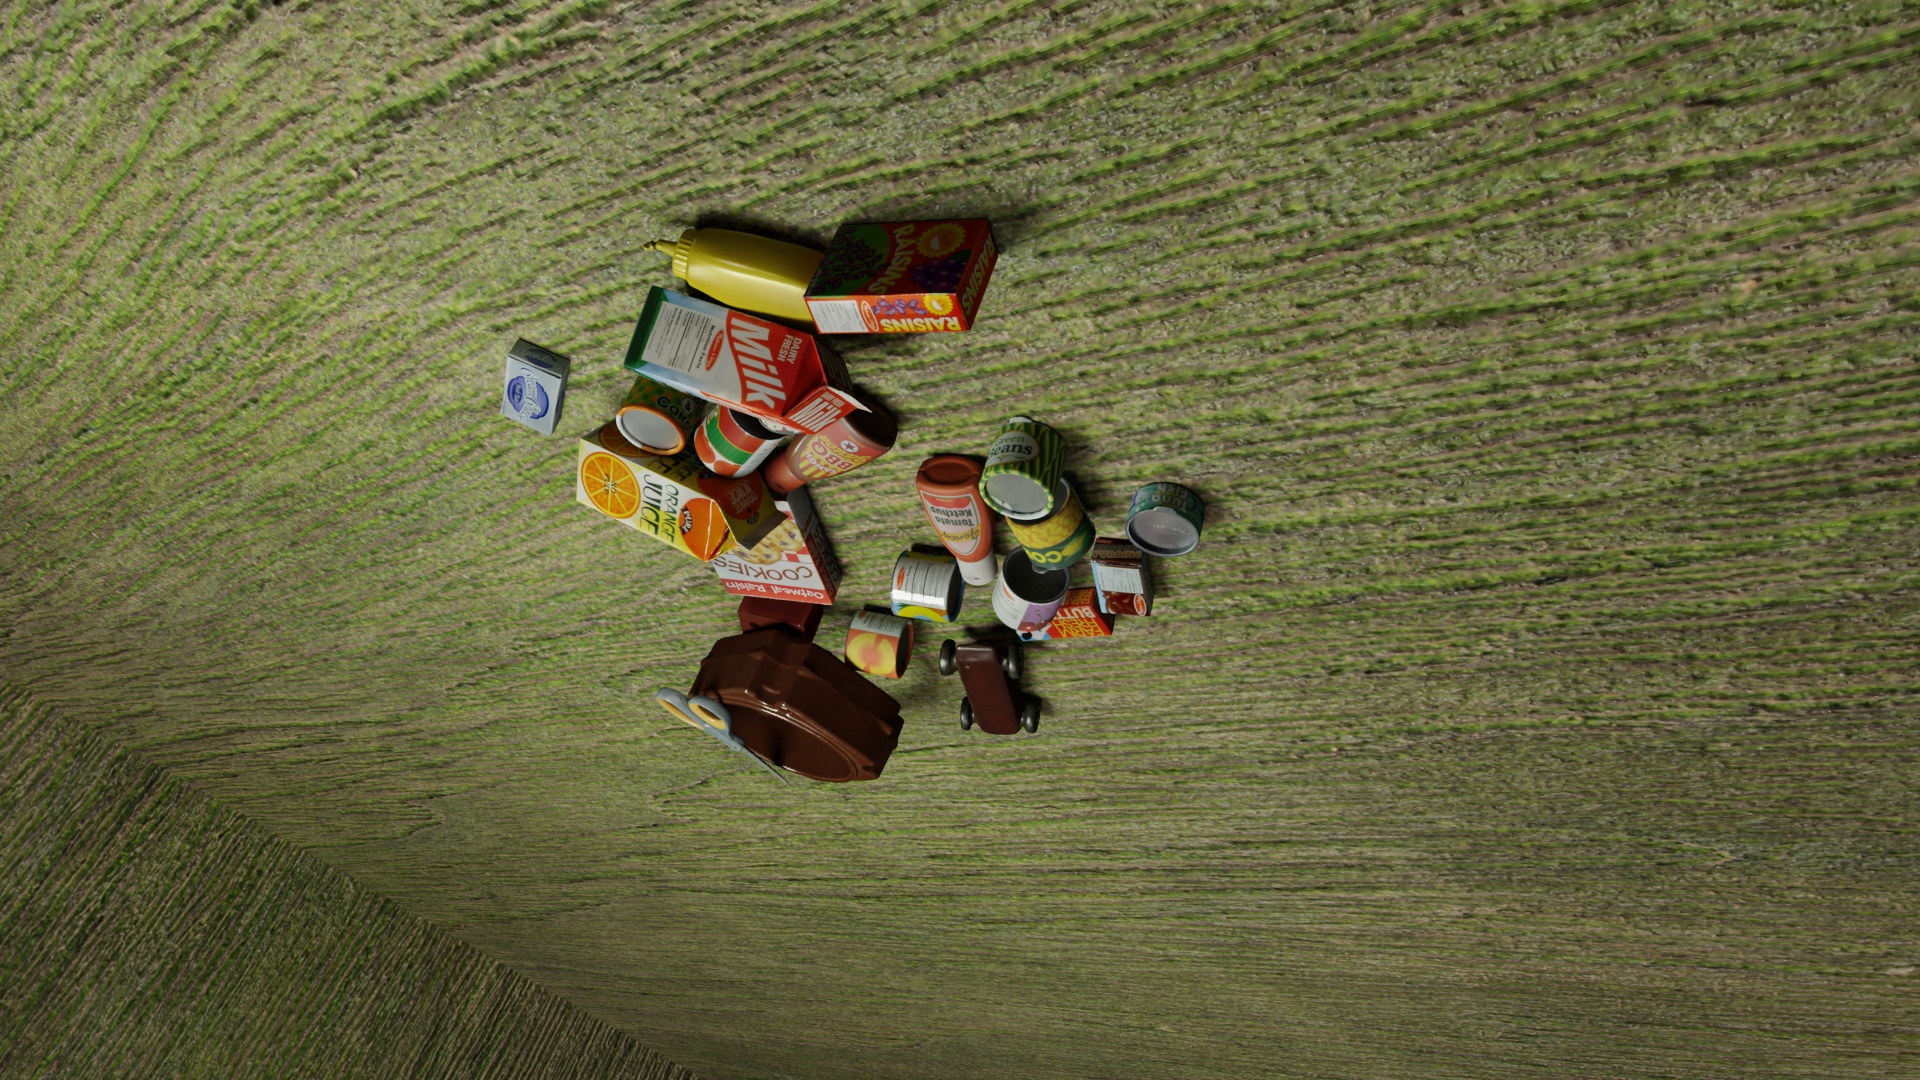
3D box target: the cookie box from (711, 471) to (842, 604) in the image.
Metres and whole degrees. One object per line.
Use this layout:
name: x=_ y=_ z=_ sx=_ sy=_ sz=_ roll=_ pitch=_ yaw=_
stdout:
cookie box: x=-0.200 y=-0.004 z=1.405 sx=0.123 sy=0.040 sz=0.166 roll=6 pitch=142 yaw=19

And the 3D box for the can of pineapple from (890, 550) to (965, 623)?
can of pineapple: x=-0.031 y=0.046 z=1.372 sx=0.058 sy=0.071 sz=0.070 roll=8 pitch=144 yaw=16

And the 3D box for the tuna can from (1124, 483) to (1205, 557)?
tuna can: x=0.179 y=-0.019 z=1.211 sx=0.071 sy=0.033 sz=0.070 roll=12 pitch=145 yaw=9

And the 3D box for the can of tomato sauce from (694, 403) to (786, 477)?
can of tomato sauce: x=-0.195 y=-0.104 z=1.243 sx=0.071 sy=0.071 sz=0.082 roll=31 pitch=144 yaw=-17

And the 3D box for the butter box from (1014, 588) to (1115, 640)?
butter box: x=0.098 y=0.074 z=1.386 sx=0.103 sy=0.024 sz=0.053 roll=-6 pitch=139 yaw=32

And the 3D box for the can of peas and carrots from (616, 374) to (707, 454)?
can of peas and carrots: x=-0.269 y=-0.120 z=1.260 sx=0.071 sy=0.059 sz=0.070 roll=13 pitch=145 yaw=9

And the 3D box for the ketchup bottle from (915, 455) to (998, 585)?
ketchup bottle: x=0.005 y=-0.016 z=1.288 sx=0.065 sy=0.044 sz=0.148 roll=5 pitch=144 yaw=19

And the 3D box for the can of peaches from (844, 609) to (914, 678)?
can of peaches: x=-0.086 y=0.113 z=1.487 sx=0.058 sy=0.071 sz=0.071 roll=9 pitch=144 yaw=13

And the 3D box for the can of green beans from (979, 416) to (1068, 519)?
can of green beans: x=0.054 y=-0.060 z=1.191 sx=0.071 sy=0.058 sz=0.071 roll=12 pitch=145 yaw=9

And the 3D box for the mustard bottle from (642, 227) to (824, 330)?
mustard bottle: x=-0.173 y=-0.214 z=1.094 sx=0.160 sy=0.049 sz=0.065 roll=18 pitch=150 yaw=2

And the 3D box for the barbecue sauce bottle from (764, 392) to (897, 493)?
barbecue sauce bottle: x=-0.123 y=-0.083 z=1.256 sx=0.065 sy=0.044 sz=0.148 roll=35 pitch=143 yaw=-26

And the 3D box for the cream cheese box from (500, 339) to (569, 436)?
cream cheese box: x=-0.405 y=-0.144 z=1.321 sx=0.053 sy=0.024 sz=0.103 roll=24 pitch=145 yaw=-8

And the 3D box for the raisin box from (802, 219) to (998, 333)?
raisin box: x=-0.043 y=-0.194 z=1.027 sx=0.123 sy=0.086 sz=0.040 roll=2 pitch=140 yaw=22

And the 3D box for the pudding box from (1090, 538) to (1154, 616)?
pudding box: x=0.152 y=0.035 z=1.301 sx=0.049 sy=0.030 sz=0.083 roll=4 pitch=143 yaw=19

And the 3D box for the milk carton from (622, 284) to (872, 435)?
milk carton: x=-0.166 y=-0.140 z=1.125 sx=0.191 sy=0.073 sz=0.072 roll=19 pitch=178 yaw=17

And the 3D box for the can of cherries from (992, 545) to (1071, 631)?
can of cherries: x=0.069 y=0.045 z=1.324 sx=0.071 sy=0.072 sz=0.058 roll=18 pitch=146 yaw=1

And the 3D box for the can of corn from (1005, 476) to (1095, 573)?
can of corn: x=0.078 y=-0.015 z=1.230 sx=0.071 sy=0.071 sz=0.058 roll=-4 pitch=138 yaw=29

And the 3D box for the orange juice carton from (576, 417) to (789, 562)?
orange juice carton: x=-0.258 y=-0.044 z=1.296 sx=0.193 sy=0.072 sz=0.072 roll=24 pitch=125 yaw=16

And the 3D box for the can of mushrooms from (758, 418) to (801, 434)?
can of mushrooms: x=-0.147 y=-0.127 z=1.188 sx=0.071 sy=0.071 sz=0.033 roll=10 pitch=144 yaw=12
